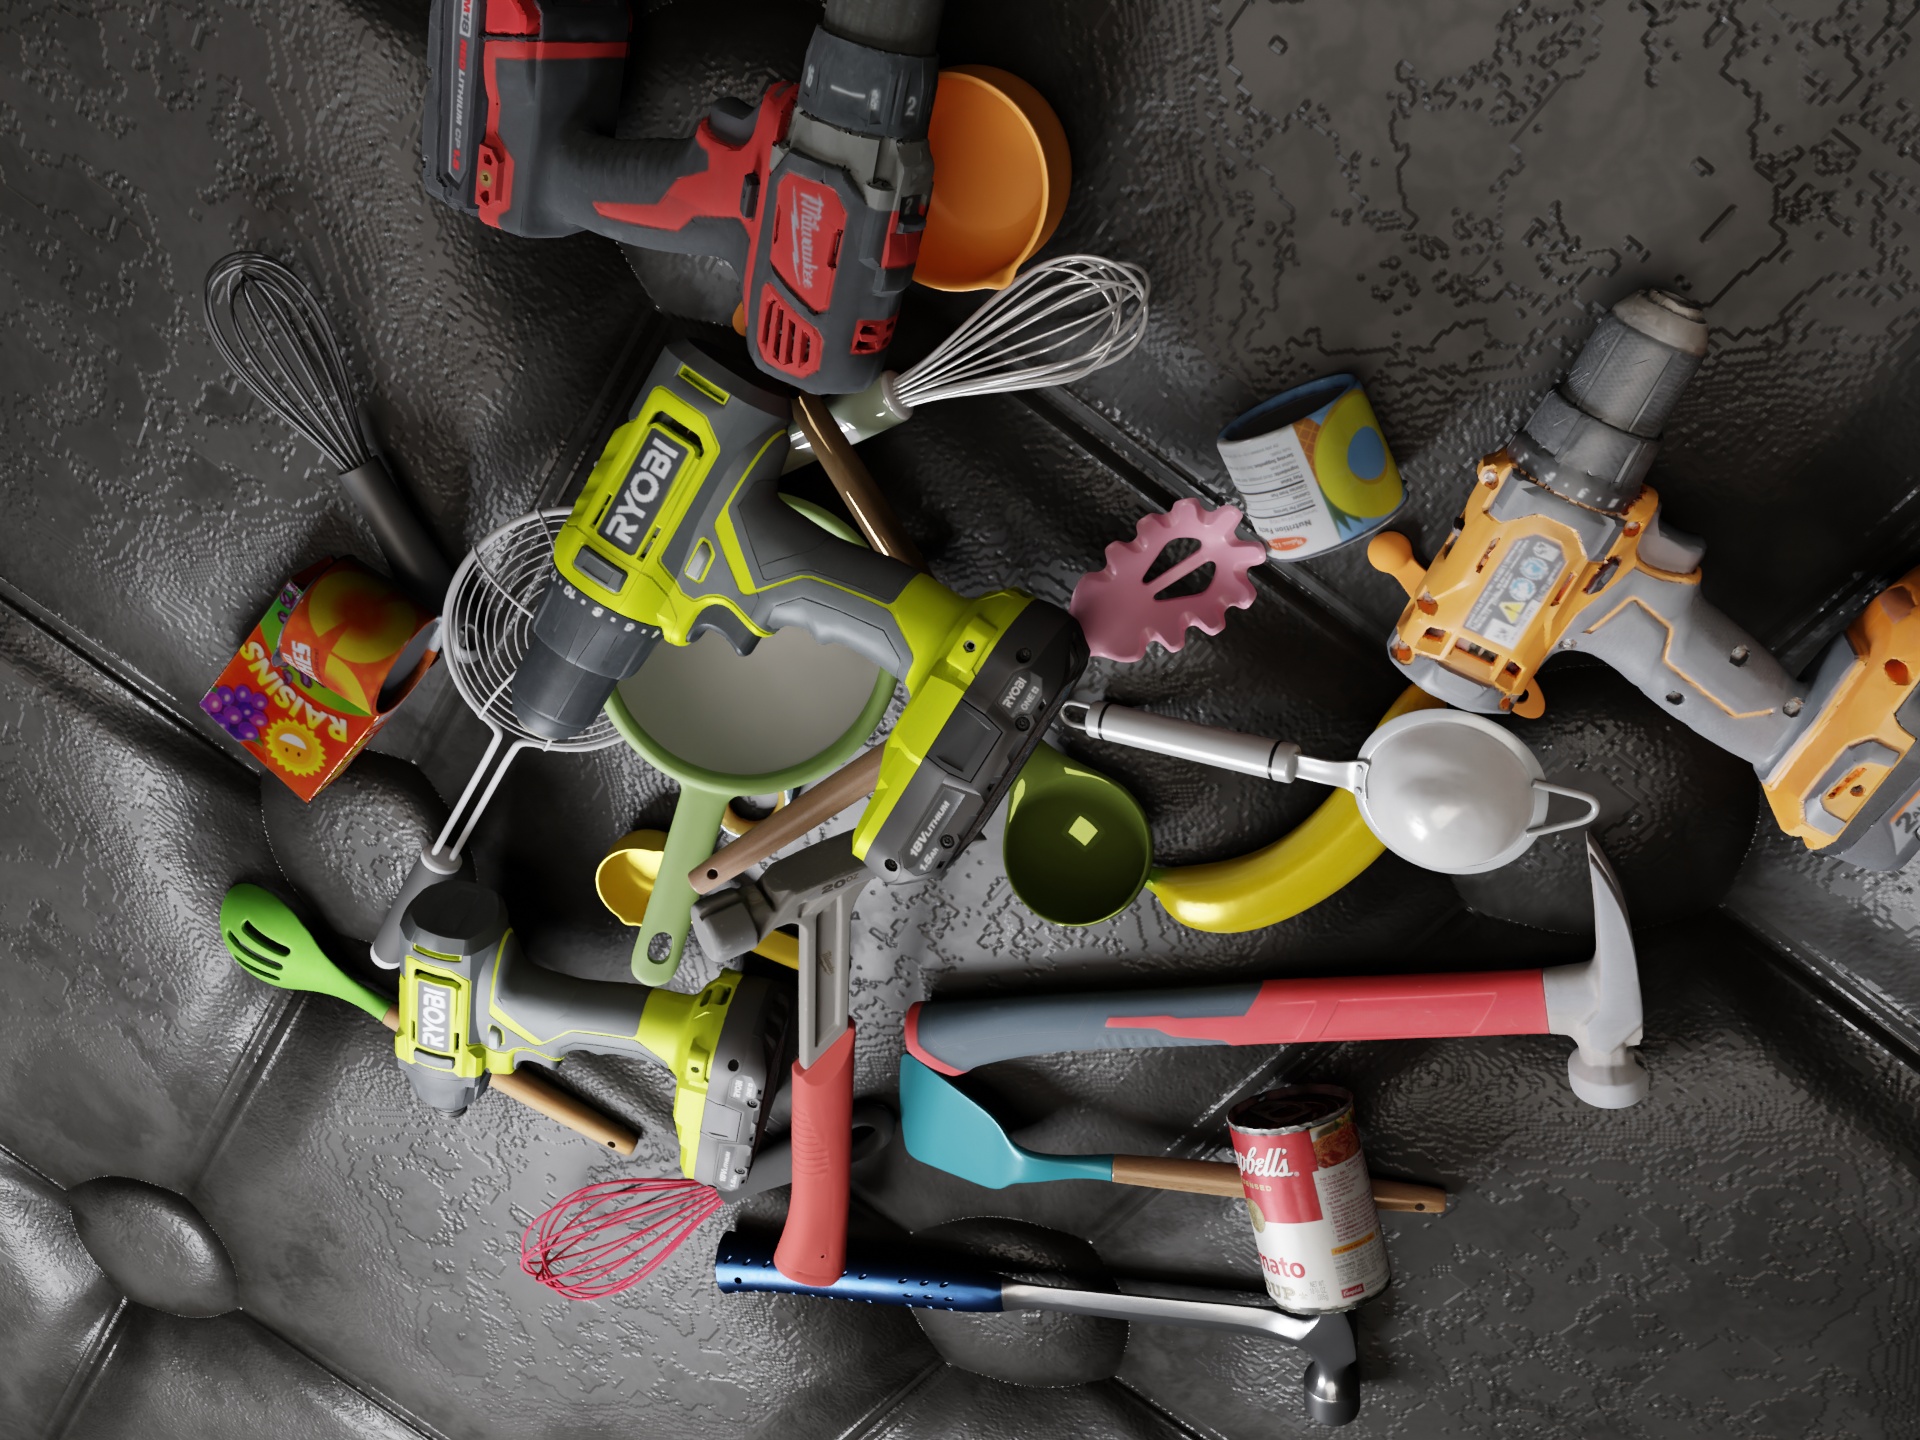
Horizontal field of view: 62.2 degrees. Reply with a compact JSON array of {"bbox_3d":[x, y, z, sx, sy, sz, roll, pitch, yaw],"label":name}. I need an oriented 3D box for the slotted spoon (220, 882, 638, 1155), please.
[{"bbox_3d":[-0.348,0.200,1.032,0.314,0.031,0.070,30,121,-1],"label":"slotted spoon"}]

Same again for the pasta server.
[{"bbox_3d":[-0.001,-0.002,0.738,0.316,0.040,0.060,-33,93,12],"label":"pasta server"}]

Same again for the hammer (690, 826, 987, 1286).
[{"bbox_3d":[-0.068,0.199,0.879,0.037,0.149,0.358,49,147,39],"label":"hammer"}]

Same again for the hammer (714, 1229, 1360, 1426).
[{"bbox_3d":[0.038,0.351,0.986,0.405,0.035,0.144,0,117,17],"label":"hammer"}]

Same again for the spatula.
[{"bbox_3d":[0.115,0.252,0.918,0.317,0.044,0.082,4,118,10],"label":"spatula"}]

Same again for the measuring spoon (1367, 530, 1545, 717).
[{"bbox_3d":[0.229,-0.042,0.731,0.117,0.011,0.021,45,120,-9],"label":"measuring spoon"}]

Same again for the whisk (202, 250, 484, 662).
[{"bbox_3d":[-0.318,-0.131,0.835,0.055,0.055,0.238,-15,115,24],"label":"whisk"}]

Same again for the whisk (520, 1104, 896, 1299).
[{"bbox_3d":[-0.164,0.304,1.015,0.296,0.073,0.073,-27,107,20],"label":"whisk"}]

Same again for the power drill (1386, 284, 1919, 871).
[{"bbox_3d":[0.318,-0.057,0.656,0.226,0.084,0.185,25,120,5],"label":"power drill"}]

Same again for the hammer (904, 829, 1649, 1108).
[{"bbox_3d":[0.149,0.142,0.839,0.386,0.038,0.143,-7,114,20],"label":"hammer"}]

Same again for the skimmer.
[{"bbox_3d":[-0.268,0.027,0.912,0.127,0.090,0.363,28,133,-15],"label":"skimmer"}]

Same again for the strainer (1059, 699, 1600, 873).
[{"bbox_3d":[0.159,0.023,0.744,0.258,0.050,0.086,14,124,30],"label":"strainer"}]

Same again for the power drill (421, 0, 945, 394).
[{"bbox_3d":[-0.108,-0.257,0.650,0.227,0.080,0.187,28,123,20],"label":"power drill"}]

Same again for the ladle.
[{"bbox_3d":[-0.001,-0.031,0.762,0.078,0.062,0.320,-28,113,11],"label":"ladle"}]

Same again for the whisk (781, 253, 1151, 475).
[{"bbox_3d":[-0.022,-0.152,0.733,0.246,0.059,0.057,-18,138,29],"label":"whisk"}]

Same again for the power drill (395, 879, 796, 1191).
[{"bbox_3d":[-0.220,0.195,0.941,0.223,0.080,0.171,15,124,1],"label":"power drill"}]

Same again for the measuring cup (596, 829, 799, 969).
[{"bbox_3d":[-0.134,0.109,0.923,0.156,0.029,0.062,25,122,-11],"label":"measuring cup"}]

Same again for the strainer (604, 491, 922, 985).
[{"bbox_3d":[-0.123,0.007,0.804,0.151,0.069,0.256,15,101,-15],"label":"strainer"}]

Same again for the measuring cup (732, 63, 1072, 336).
[{"bbox_3d":[-0.029,-0.218,0.698,0.173,0.052,0.095,-23,106,34],"label":"measuring cup"}]

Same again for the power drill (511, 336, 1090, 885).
[{"bbox_3d":[-0.078,-0.030,0.698,0.228,0.080,0.190,34,104,7],"label":"power drill"}]
